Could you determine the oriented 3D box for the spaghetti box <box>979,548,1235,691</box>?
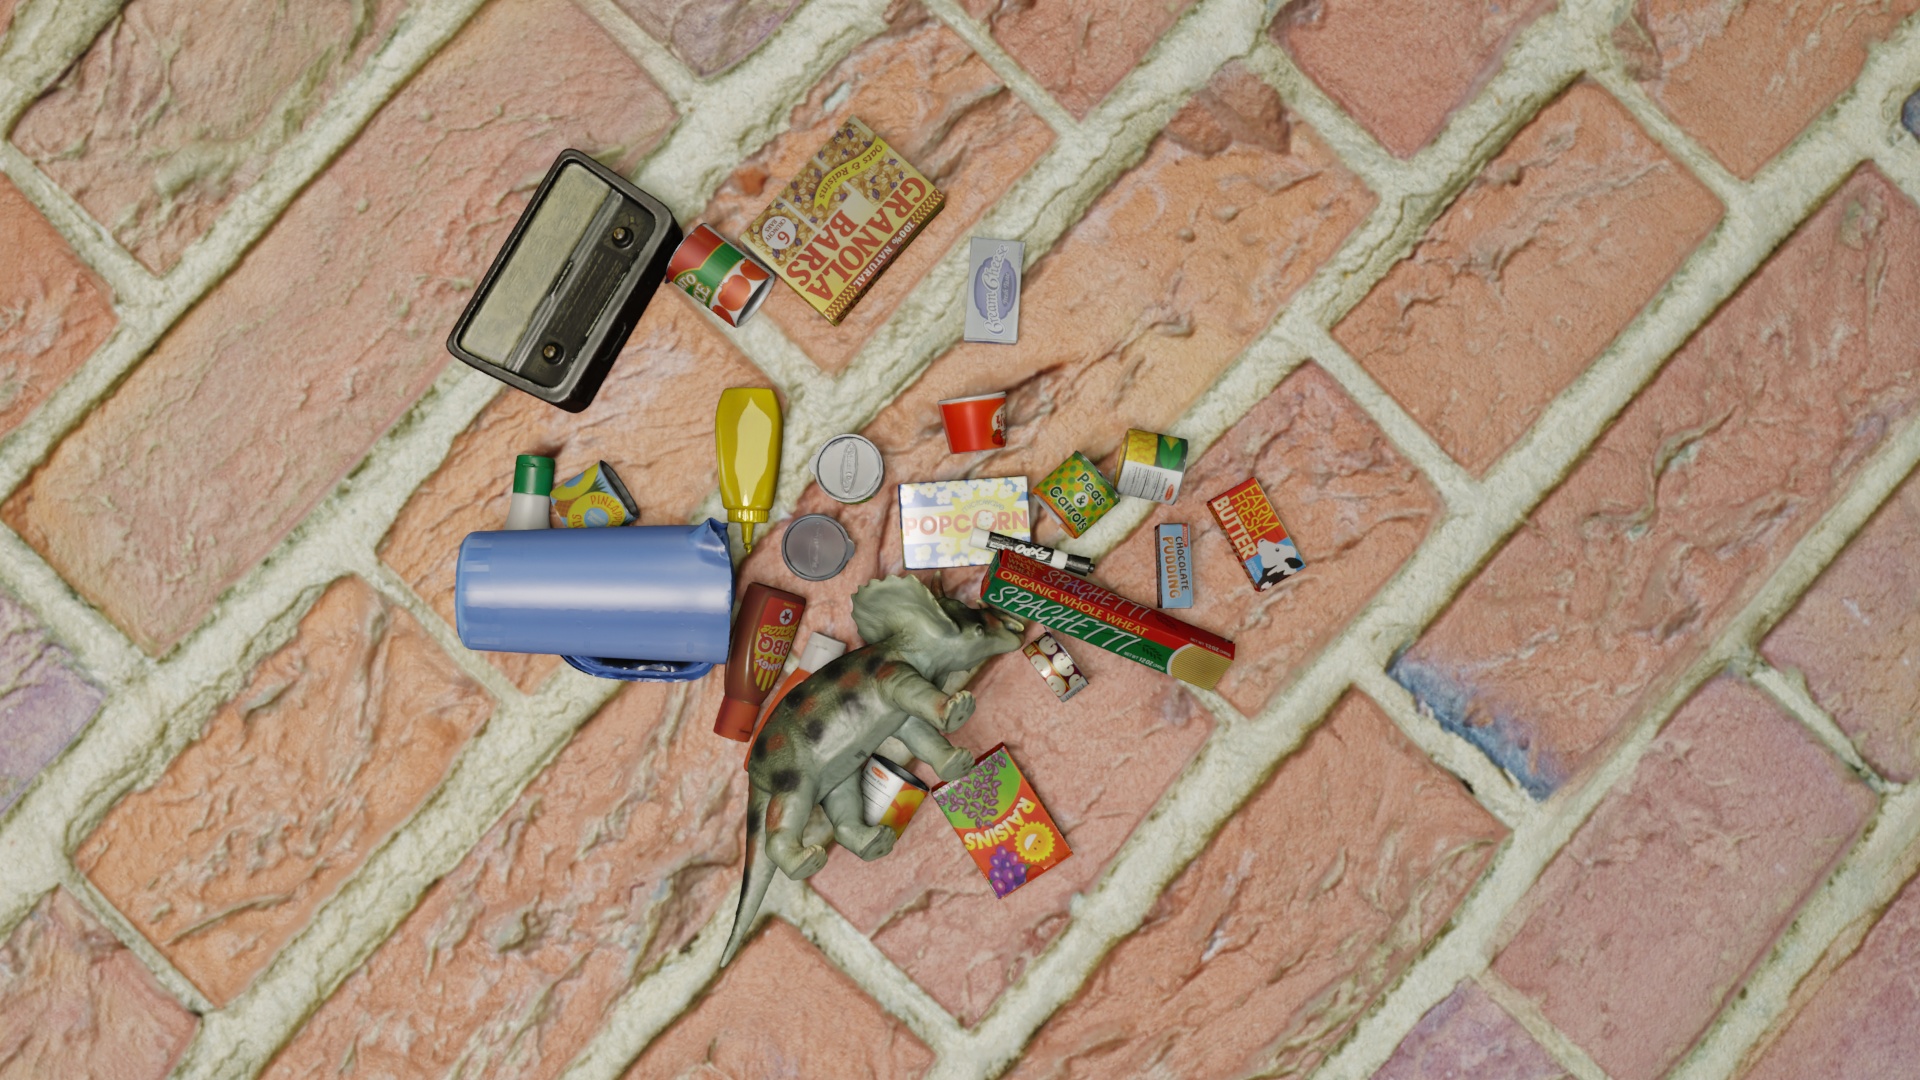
[{"bbox_3d":[0.140,0.077,1.328,0.250,0.029,0.050,22,128,-8],"label":"spaghetti box"}]

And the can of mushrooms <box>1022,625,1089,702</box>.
[{"bbox_3d":[0.090,0.119,1.333,0.033,0.071,0.071,-38,89,-1],"label":"can of mushrooms"}]

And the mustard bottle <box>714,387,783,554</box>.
[{"bbox_3d":[-0.206,-0.067,1.344,0.065,0.049,0.160,2,88,-1],"label":"mustard bottle"}]

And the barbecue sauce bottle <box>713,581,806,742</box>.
[{"bbox_3d":[-0.197,0.117,1.329,0.044,0.065,0.148,15,86,38],"label":"barbecue sauce bottle"}]

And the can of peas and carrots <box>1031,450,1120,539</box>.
[{"bbox_3d":[0.112,-0.043,1.338,0.059,0.071,0.071,-41,89,-2],"label":"can of peas and carrots"}]

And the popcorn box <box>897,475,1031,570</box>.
[{"bbox_3d":[0.005,-0.017,1.351,0.127,0.038,0.085,-4,88,-1],"label":"popcorn box"}]

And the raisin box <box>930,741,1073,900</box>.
[{"bbox_3d":[0.040,0.270,1.340,0.086,0.040,0.123,-32,89,-3],"label":"raisin box"}]

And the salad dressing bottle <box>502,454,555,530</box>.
[{"bbox_3d":[-0.418,-0.008,1.341,0.064,0.044,0.147,6,87,3],"label":"salad dressing bottle"}]

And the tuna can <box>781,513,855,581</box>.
[{"bbox_3d":[-0.137,0.007,1.350,0.071,0.033,0.071,0,88,-1],"label":"tuna can"}]

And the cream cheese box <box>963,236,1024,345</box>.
[{"bbox_3d":[0.033,-0.245,1.368,0.053,0.024,0.104,4,88,0],"label":"cream cheese box"}]

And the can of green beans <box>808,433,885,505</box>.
[{"bbox_3d":[-0.106,-0.068,1.341,0.071,0.058,0.071,0,88,-1],"label":"can of green beans"}]

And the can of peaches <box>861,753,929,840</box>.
[{"bbox_3d":[-0.071,0.246,1.327,0.071,0.071,0.058,32,88,0],"label":"can of peaches"}]

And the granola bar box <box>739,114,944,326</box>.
[{"bbox_3d":[-0.115,-0.312,1.361,0.124,0.039,0.165,42,87,1],"label":"granola bar box"}]

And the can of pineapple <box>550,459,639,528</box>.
[{"bbox_3d":[-0.350,-0.034,1.330,0.058,0.071,0.071,-33,89,-1],"label":"can of pineapple"}]

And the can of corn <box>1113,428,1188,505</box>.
[{"bbox_3d":[0.184,-0.073,1.345,0.058,0.071,0.071,12,88,0],"label":"can of corn"}]

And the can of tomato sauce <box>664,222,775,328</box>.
[{"bbox_3d":[-0.233,-0.254,1.342,0.083,0.071,0.071,36,88,0],"label":"can of tomato sauce"}]

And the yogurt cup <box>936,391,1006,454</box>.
[{"bbox_3d":[0.014,-0.113,1.344,0.072,0.072,0.054,-8,96,-1],"label":"yogurt cup"}]

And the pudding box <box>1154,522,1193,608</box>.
[{"bbox_3d":[0.207,0.025,1.348,0.030,0.049,0.083,-2,88,0],"label":"pudding box"}]

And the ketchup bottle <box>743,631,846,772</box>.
[{"bbox_3d":[-0.154,0.162,1.338,0.065,0.043,0.149,21,87,9],"label":"ketchup bottle"}]

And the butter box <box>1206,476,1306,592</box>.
[{"bbox_3d":[0.290,-0.006,1.363,0.053,0.024,0.103,-30,89,-3],"label":"butter box"}]
